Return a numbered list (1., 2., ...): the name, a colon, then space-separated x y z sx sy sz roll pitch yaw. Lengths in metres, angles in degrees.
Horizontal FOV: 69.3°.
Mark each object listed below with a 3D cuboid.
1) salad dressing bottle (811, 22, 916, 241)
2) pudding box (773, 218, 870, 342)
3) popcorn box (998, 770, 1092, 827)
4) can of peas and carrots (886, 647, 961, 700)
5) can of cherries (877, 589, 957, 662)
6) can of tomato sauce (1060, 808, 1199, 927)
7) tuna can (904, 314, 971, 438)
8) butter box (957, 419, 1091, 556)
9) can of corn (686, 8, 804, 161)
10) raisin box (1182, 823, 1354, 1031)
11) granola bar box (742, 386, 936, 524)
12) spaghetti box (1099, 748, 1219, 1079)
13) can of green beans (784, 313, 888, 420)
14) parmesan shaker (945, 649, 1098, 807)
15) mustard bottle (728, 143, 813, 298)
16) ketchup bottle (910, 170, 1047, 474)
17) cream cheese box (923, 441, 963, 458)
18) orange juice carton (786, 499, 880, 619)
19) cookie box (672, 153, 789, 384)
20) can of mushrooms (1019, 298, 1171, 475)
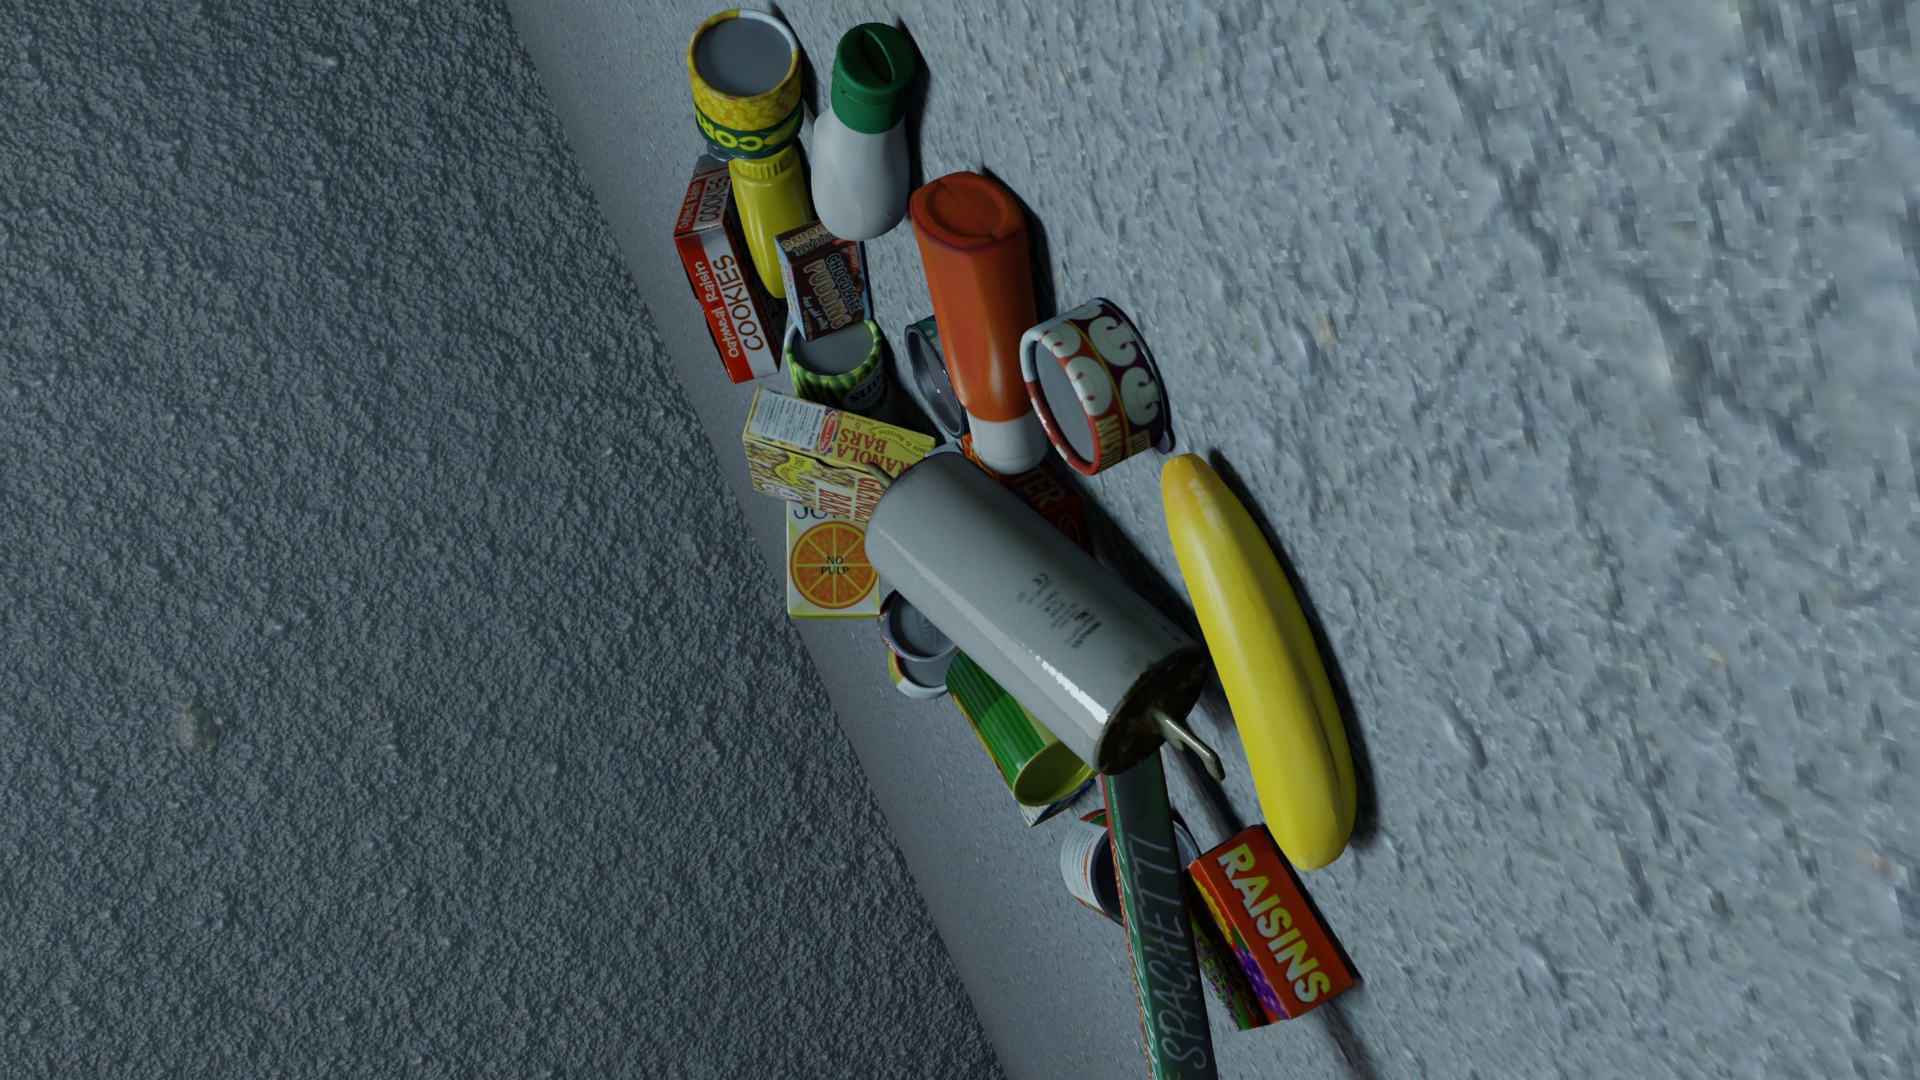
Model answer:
1. salad dressing bottle: -0.048 -0.199 0.688 0.064 0.044 0.147 64 167 8
2. pudding box: -0.089 -0.172 0.909 0.030 0.050 0.083 61 168 26
3. popcorn box: 0.054 0.160 1.028 0.085 0.038 0.126 60 168 15
4. can of peas and carrots: -0.029 0.099 1.194 0.071 0.071 0.058 62 168 8
5. can of cherries: -0.035 0.065 1.129 0.071 0.071 0.058 64 169 -1
6. can of tomato sauce: 0.102 0.195 0.832 0.071 0.071 0.083 63 169 4
7. tuna can: -0.001 -0.091 0.742 0.071 0.033 0.070 59 167 22
8. butter box: 0.034 -0.026 0.749 0.104 0.024 0.052 51 162 46
9. can of corn: -0.128 -0.267 0.820 0.071 0.071 0.058 61 167 14
10. raisin box: 0.147 0.200 0.705 0.086 0.040 0.123 61 169 19
11. granola bar box: -0.087 -0.052 0.986 0.165 0.124 0.039 118 168 -78
12. spaghetti box: 0.097 0.182 0.696 0.050 0.029 0.251 90 172 -71
13. can of green beans: -0.085 -0.121 0.962 0.071 0.071 0.057 58 166 26
14. parmesan shaker: 0.042 0.117 0.925 0.103 0.071 0.071 54 165 41
15. mustard bottle: -0.128 -0.234 0.947 0.159 0.049 0.065 87 160 -62
16. ketchup bottle: 0.013 -0.093 0.644 0.065 0.043 0.148 55 166 40
17. cream cheese box: 0.003 -0.011 0.914 0.053 0.024 0.103 56 166 35
18. orange juice carton: -0.102 -0.034 1.106 0.071 0.073 0.192 138 131 -82
19. cookie box: -0.170 -0.212 1.056 0.168 0.040 0.122 -94 -12 -55
20. can of mushrooms: 0.054 -0.060 0.564 0.071 0.033 0.070 59 167 24
